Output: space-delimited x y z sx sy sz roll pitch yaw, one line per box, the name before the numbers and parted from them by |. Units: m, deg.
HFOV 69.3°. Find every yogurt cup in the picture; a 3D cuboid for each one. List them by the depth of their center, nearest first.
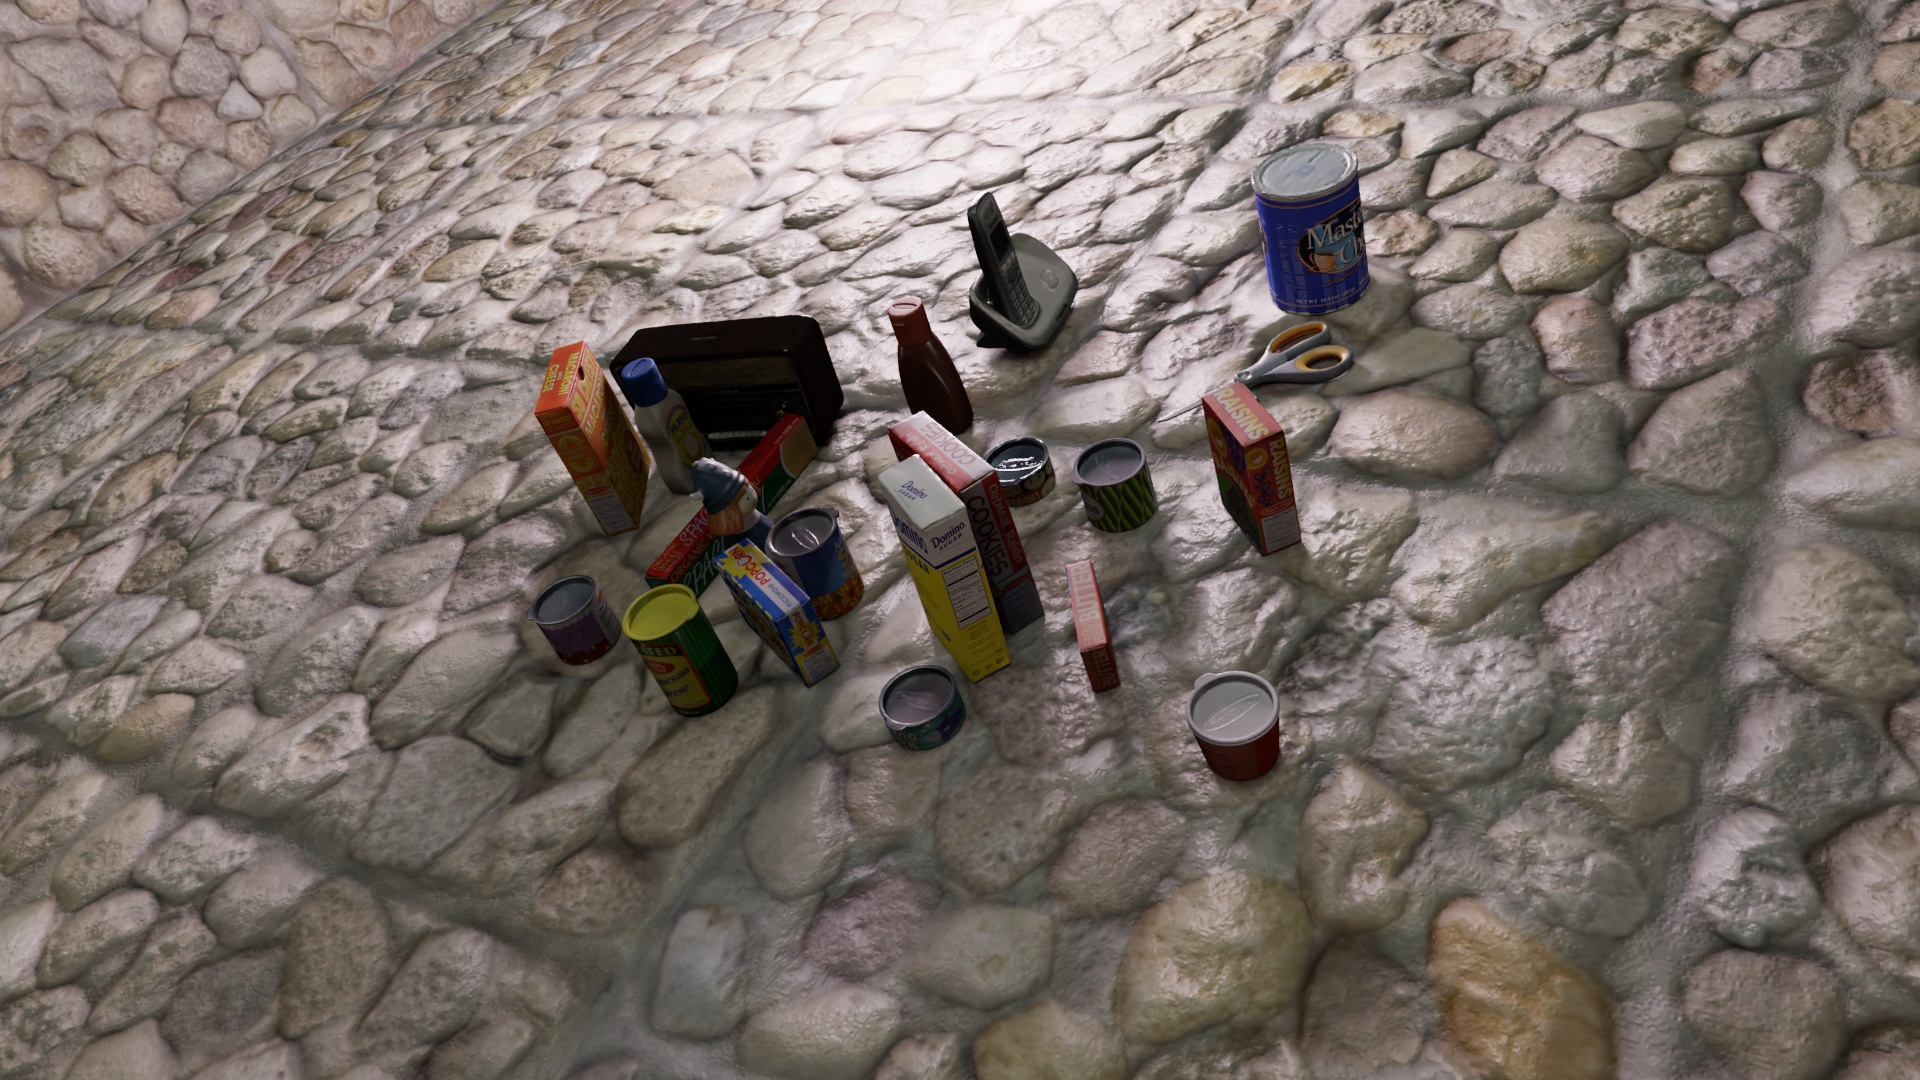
yogurt cup | 0.202 0.138 1.014 0.072 0.053 0.073 -12 40 10

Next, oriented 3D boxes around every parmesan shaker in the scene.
parmesan shaker | -0.240 0.097 1.210 0.071 0.102 0.072 -12 40 10

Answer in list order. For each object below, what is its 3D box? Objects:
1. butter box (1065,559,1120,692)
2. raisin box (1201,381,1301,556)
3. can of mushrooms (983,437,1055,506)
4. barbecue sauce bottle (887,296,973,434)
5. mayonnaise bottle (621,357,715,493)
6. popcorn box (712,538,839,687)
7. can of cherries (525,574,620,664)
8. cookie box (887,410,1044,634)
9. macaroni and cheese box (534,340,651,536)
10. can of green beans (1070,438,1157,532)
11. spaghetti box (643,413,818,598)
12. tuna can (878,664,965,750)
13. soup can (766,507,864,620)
butter box | 0.108 0.069 1.135 0.024 0.053 0.104 -14 39 8
raisin box | 0.246 -0.061 1.170 0.040 0.122 0.086 -22 39 -2
can of mushrooms | 0.055 -0.064 1.326 0.071 0.033 0.071 -12 40 10
barbecue sauce bottle | -0.035 -0.175 1.402 0.065 0.147 0.044 8 47 30
mayonnaise bottle | -0.309 -0.122 1.457 0.041 0.147 0.065 4 45 27
popcorn box | -0.163 0.063 1.232 0.038 0.084 0.127 -34 41 -17
can of cherries | -0.368 0.076 1.324 0.071 0.058 0.072 -12 40 10
cookie box | 0.004 -0.015 1.185 0.040 0.166 0.123 -32 41 -14
macaroni and cheese box | -0.381 -0.107 1.457 0.040 0.165 0.124 -15 39 7
can of green beans | 0.140 -0.050 1.254 0.071 0.057 0.071 -12 40 10
spaghetti box | -0.225 -0.031 1.394 0.028 0.050 0.251 9 47 31
tuna can | -0.032 0.138 1.131 0.071 0.032 0.071 -12 40 10
soup can | -0.129 0.021 1.267 0.071 0.083 0.072 -12 40 10
